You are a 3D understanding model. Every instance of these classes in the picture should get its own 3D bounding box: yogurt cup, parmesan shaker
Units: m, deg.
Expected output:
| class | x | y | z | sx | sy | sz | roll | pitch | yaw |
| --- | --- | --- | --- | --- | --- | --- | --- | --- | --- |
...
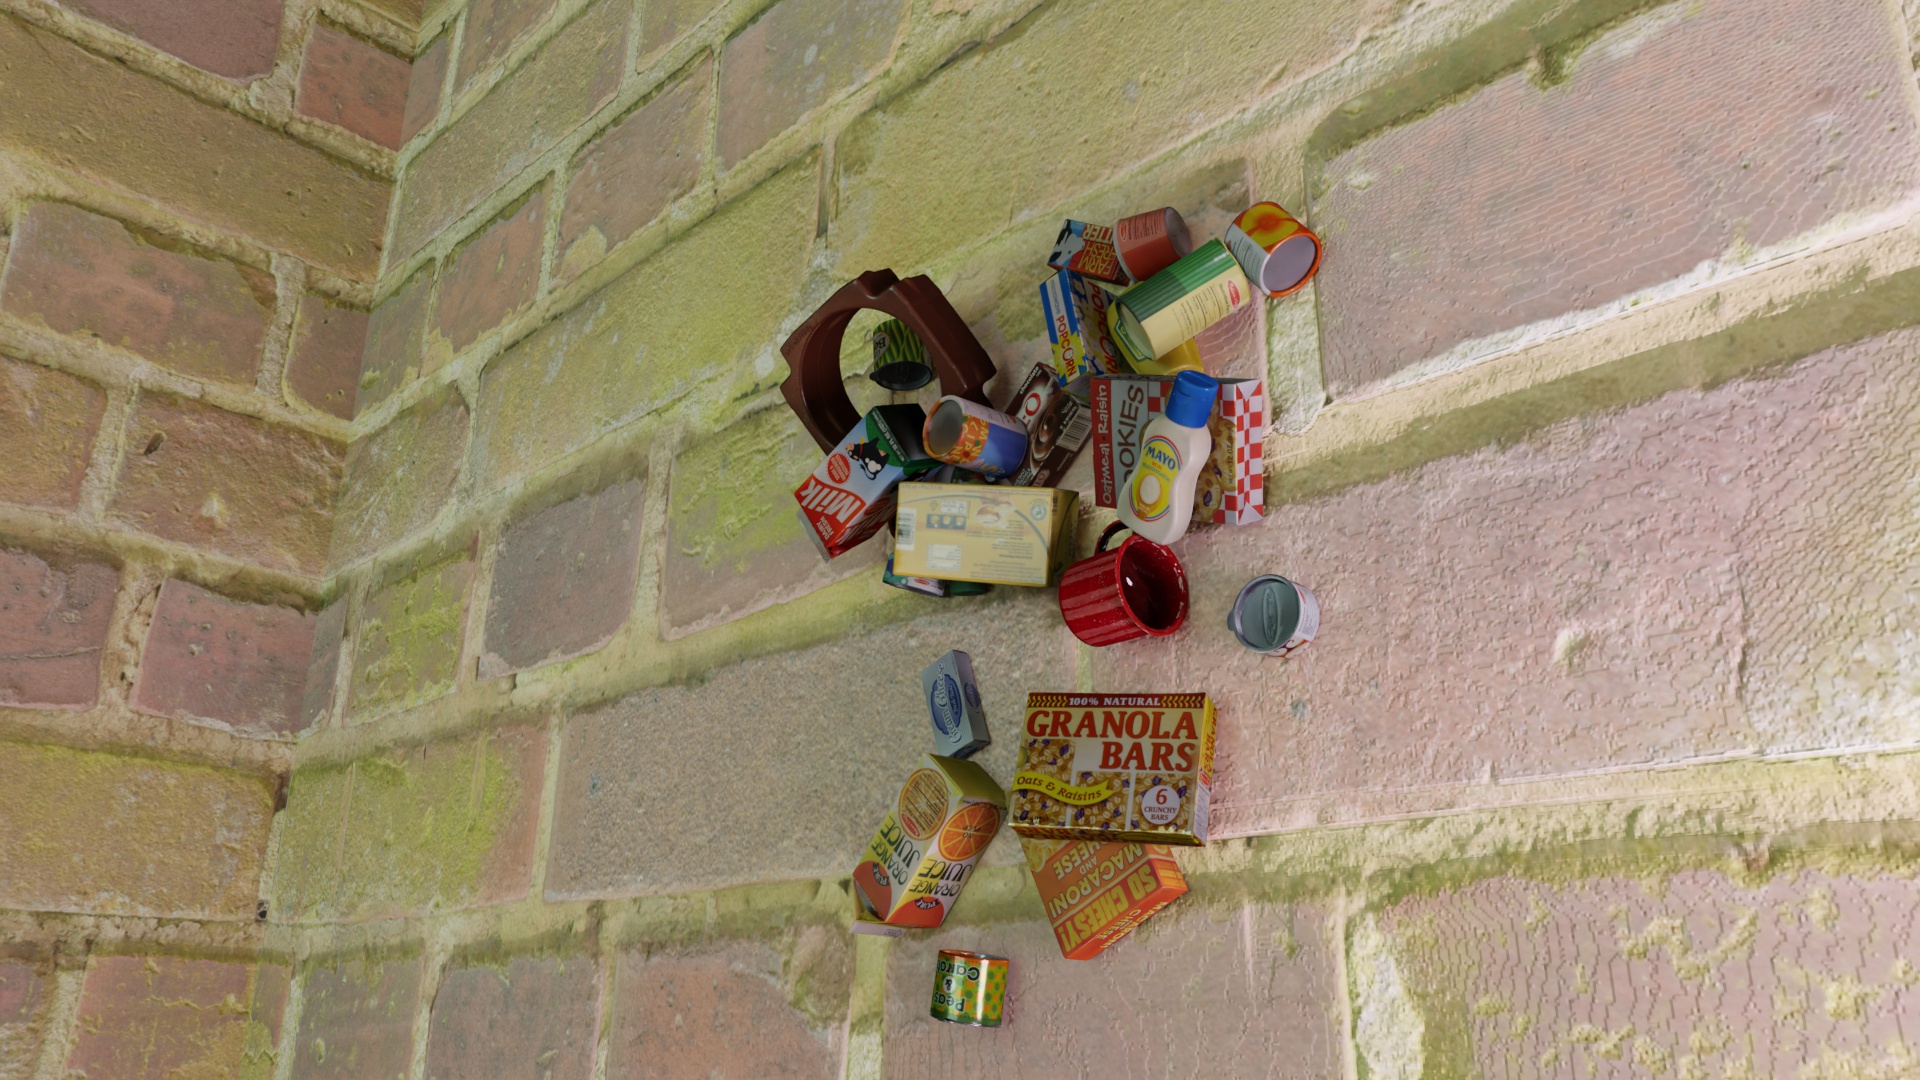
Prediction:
| class | x | y | z | sx | sy | sz | roll | pitch | yaw |
| --- | --- | --- | --- | --- | --- | --- | --- | --- | --- |
| yogurt cup | 0.186 | -0.286 | 1.334 | 0.054 | 0.072 | 0.072 | -17 | 64 | 33 |
| parmesan shaker | 0.197 | -0.217 | 1.244 | 0.103 | 0.071 | 0.071 | -31 | 48 | -4 |

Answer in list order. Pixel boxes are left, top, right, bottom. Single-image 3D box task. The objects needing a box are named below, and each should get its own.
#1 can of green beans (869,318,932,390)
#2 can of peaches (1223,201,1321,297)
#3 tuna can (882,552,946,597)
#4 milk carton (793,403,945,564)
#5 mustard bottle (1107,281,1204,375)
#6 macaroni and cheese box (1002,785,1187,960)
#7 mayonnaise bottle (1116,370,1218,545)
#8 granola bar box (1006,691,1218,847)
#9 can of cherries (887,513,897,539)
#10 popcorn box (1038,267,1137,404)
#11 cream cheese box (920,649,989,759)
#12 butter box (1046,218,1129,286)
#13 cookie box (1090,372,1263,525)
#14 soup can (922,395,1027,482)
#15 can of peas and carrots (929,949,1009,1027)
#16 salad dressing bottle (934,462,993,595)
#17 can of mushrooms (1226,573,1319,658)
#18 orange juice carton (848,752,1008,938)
| class | x | y | z | sx | sy | sz | roll | pitch | yaw |
| --- | --- | --- | --- | --- | --- | --- | --- | --- | --- |
| can of green beans | -0.066 | -0.210 | 1.568 | 0.071 | 0.071 | 0.058 | -25 | 59 | 39 |
| can of peaches | 0.277 | -0.258 | 1.225 | 0.071 | 0.071 | 0.058 | -52 | 45 | 20 |
| tuna can | -0.048 | 0.036 | 1.459 | 0.071 | 0.071 | 0.033 | 8 | 81 | 48 |
| milk carton | -0.103 | -0.056 | 1.441 | 0.189 | 0.074 | 0.072 | -43 | 71 | 33 |
| mustard bottle | 0.191 | -0.172 | 1.295 | 0.065 | 0.049 | 0.161 | -41 | 51 | 22 |
| macaroni and cheese box | 0.116 | 0.263 | 1.222 | 0.123 | 0.040 | 0.167 | -44 | 48 | 26 |
| mayonnaise bottle | 0.181 | -0.072 | 1.187 | 0.065 | 0.041 | 0.147 | 35 | 125 | 32 |
| granola bar box | 0.129 | 0.192 | 1.181 | 0.165 | 0.039 | 0.125 | -3 | 60 | 26 |
| can of cherries | -0.034 | -0.021 | 1.471 | 0.071 | 0.058 | 0.072 | -19 | 62 | 41 |
| popcorn box | 0.126 | -0.193 | 1.345 | 0.038 | 0.085 | 0.127 | -31 | 55 | 35 |
| cream cheese box | -0.007 | 0.168 | 1.398 | 0.053 | 0.024 | 0.104 | -38 | 51 | 33 |
| butter box | 0.137 | -0.294 | 1.416 | 0.103 | 0.024 | 0.053 | 26 | 95 | 48 |
| cookie box | 0.189 | -0.084 | 1.238 | 0.167 | 0.040 | 0.122 | 10 | 108 | 48 |
| soup can | 0.013 | -0.099 | 1.375 | 0.071 | 0.084 | 0.071 | -20 | 63 | 46 |
| can of peas and carrots | 0.007 | 0.406 | 1.261 | 0.071 | 0.071 | 0.059 | -5 | 72 | 46 |
| salad dressing bottle | 0.005 | -0.018 | 1.431 | 0.044 | 0.064 | 0.148 | -17 | 72 | 54 |
| can of mushrooms | 0.259 | 0.064 | 1.149 | 0.071 | 0.033 | 0.071 | -18 | 64 | 42 |
| orange juice carton | -0.038 | 0.306 | 1.344 | 0.073 | 0.072 | 0.192 | 42 | 106 | 46 |
